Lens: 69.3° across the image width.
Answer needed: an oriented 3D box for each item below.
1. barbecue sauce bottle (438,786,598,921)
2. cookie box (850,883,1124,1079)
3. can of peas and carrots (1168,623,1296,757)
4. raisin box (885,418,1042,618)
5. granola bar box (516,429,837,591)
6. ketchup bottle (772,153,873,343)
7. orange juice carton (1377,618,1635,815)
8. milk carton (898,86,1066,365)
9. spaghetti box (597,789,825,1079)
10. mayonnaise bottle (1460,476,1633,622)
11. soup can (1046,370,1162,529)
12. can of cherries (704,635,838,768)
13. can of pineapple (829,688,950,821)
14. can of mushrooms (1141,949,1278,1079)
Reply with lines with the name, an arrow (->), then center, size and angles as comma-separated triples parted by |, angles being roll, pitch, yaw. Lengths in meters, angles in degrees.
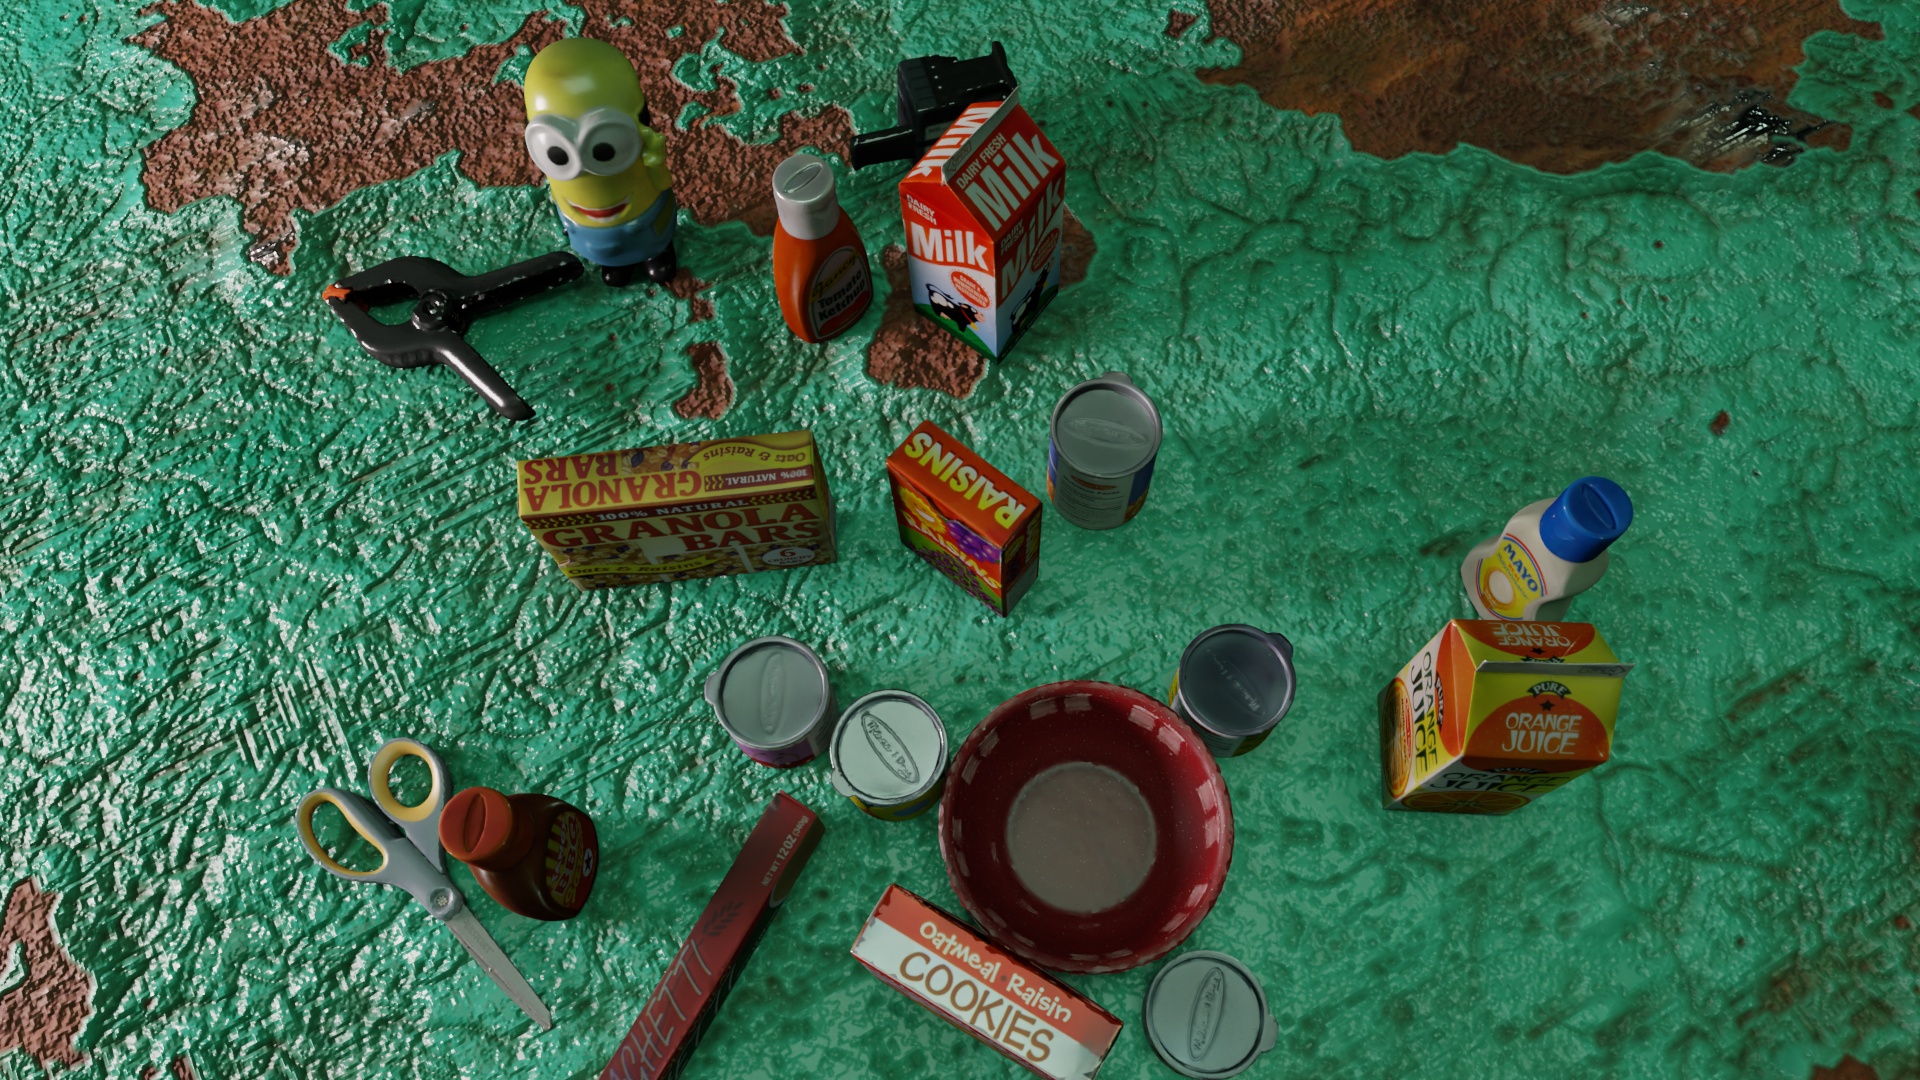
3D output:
barbecue sauce bottle -> -0.233, 0.163, 0.739 | 0.044, 0.148, 0.065 | 3, 69, 3
cookie box -> 0.014, 0.228, 0.697 | 0.123, 0.167, 0.040 | 28, 72, 12
can of peas and carrots -> 0.158, 0.087, 0.809 | 0.071, 0.058, 0.071 | 0, 68, 1
raisin box -> 0.003, -0.010, 0.817 | 0.086, 0.123, 0.040 | 38, 74, 15
granola bar box -> -0.161, -0.015, 0.822 | 0.166, 0.123, 0.039 | -6, 69, -1
ketchup bottle -> -0.091, -0.184, 0.875 | 0.065, 0.148, 0.043 | -41, 73, -13
orange juice carton -> 0.280, 0.092, 0.732 | 0.072, 0.192, 0.073 | 2, 69, 2
milk carton -> 0.014, -0.195, 0.855 | 0.073, 0.190, 0.072 | 35, 73, 14
spaghetti box -> -0.151, 0.254, 0.753 | 0.029, 0.050, 0.251 | 27, 71, 12
mayonnaise bottle -> 0.332, 0.009, 0.788 | 0.041, 0.147, 0.065 | -24, 70, -8
soup can -> 0.088, -0.054, 0.853 | 0.071, 0.083, 0.071 | 0, 68, 1
can of cherries -> -0.109, 0.095, 0.812 | 0.071, 0.058, 0.072 | 0, 68, 1
can of pineapple -> -0.041, 0.125, 0.798 | 0.071, 0.057, 0.071 | 0, 68, 1
can of mushrooms -> 0.134, 0.259, 0.753 | 0.071, 0.033, 0.071 | 0, 68, 1
